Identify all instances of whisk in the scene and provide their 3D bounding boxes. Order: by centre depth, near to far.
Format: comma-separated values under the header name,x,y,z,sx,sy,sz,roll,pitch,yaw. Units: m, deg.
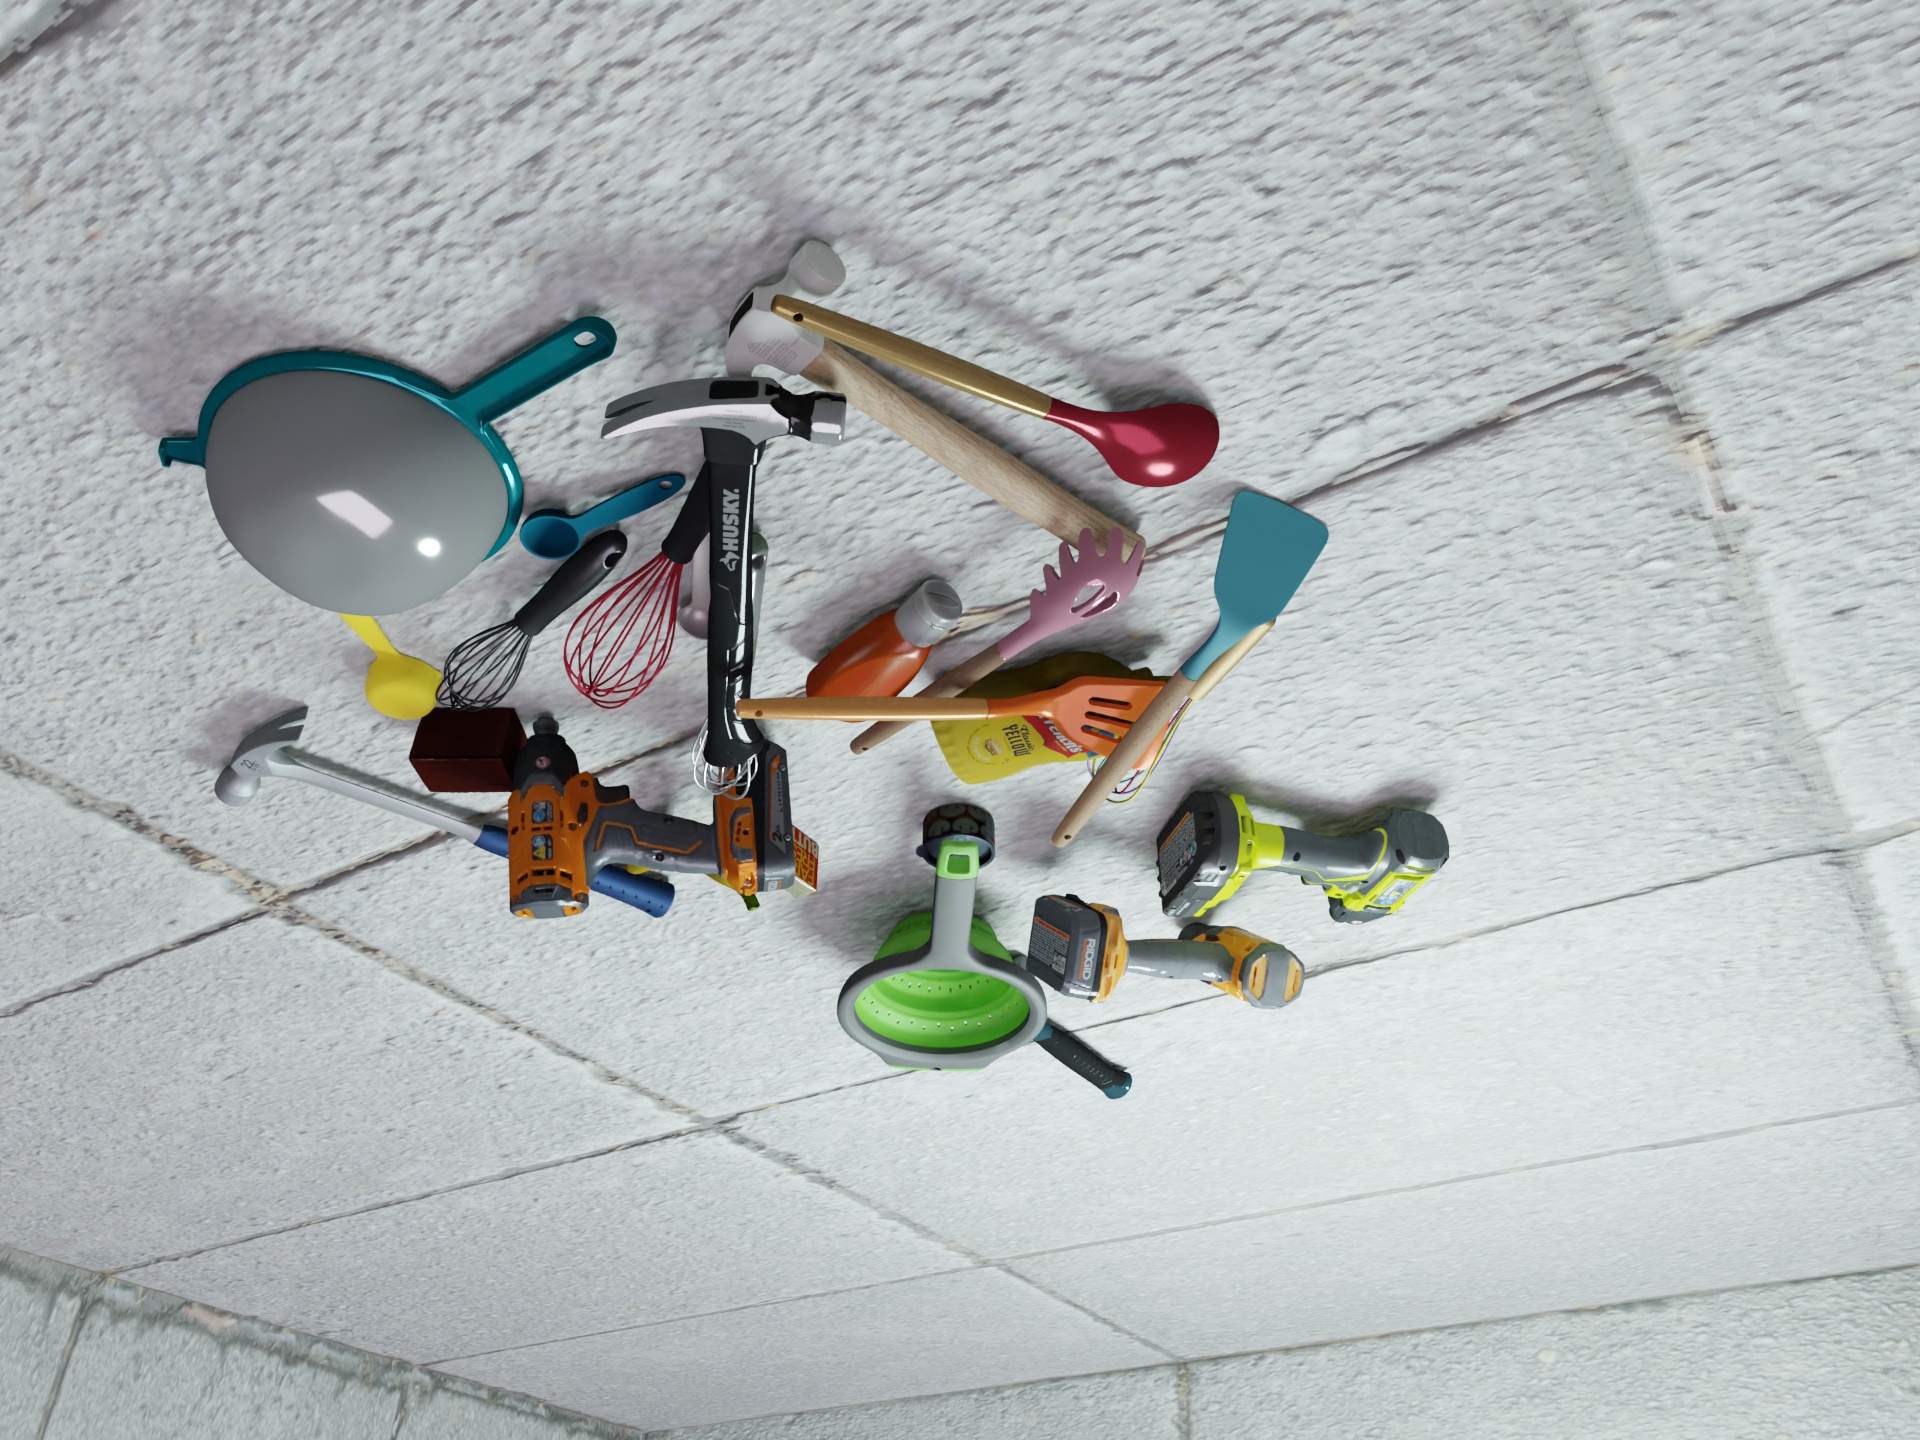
name,x,y,z,sx,sy,sz,roll,pitch,yaw
whisk,-0.206,-0.105,1.114,0.073,0.073,0.295,20,134,-24
whisk,-0.317,-0.072,1.180,0.055,0.055,0.239,30,131,-33
whisk,-0.167,-0.036,1.189,0.058,0.059,0.246,-28,144,-39
whisk,0.173,-0.009,1.250,0.051,0.047,0.245,16,139,-22

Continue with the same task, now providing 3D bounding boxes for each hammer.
name,x,y,z,sx,sy,sz,roll,pitch,yaw
hammer,-0.007,-0.177,1.031,0.331,0.031,0.130,28,136,-32
hammer,-0.160,-0.086,1.071,0.146,0.035,0.334,4,137,-6
hammer,-0.441,0.097,1.424,0.405,0.035,0.144,24,139,-28
hammer,0.098,0.350,1.757,0.128,0.033,0.330,-21,139,27

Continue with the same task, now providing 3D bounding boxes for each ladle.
name,x,y,z,sx,sy,sz,roll,pitch,yaw
ladle,0.030,-0.201,0.969,0.315,0.031,0.069,15,132,-27

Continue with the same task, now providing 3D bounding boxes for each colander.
name,x,y,z,sx,sy,sz,roll,pitch,yaw
colander,-0.013,0.201,1.507,0.204,0.095,0.396,3,141,-3

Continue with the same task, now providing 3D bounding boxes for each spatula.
name,x,y,z,sx,sy,sz,roll,pitch,yaw
spatula,-0.002,-0.004,1.156,0.322,0.041,0.081,0,125,-20
spatula,0.151,-0.022,1.156,0.082,0.044,0.317,18,125,-25

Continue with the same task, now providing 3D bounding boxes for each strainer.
name,x,y,z,sx,sy,sz,roll,pitch,yaw
strainer,-0.352,-0.155,1.021,0.340,0.095,0.210,-20,139,29

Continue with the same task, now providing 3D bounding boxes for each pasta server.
name,x,y,z,sx,sy,sz,roll,pitch,yaw
pasta server,0.015,-0.047,1.166,0.060,0.040,0.316,25,141,-30

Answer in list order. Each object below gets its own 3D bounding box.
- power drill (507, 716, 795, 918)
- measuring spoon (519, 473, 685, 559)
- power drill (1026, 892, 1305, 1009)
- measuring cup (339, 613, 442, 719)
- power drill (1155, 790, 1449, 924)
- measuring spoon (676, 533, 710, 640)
name,x,y,z,sx,sy,sz,roll,pitch,yaw
power drill,-0.254,0.071,1.298,0.226,0.164,0.084,-4,163,-9
measuring spoon,-0.246,-0.149,1.099,0.128,0.021,0.042,-21,139,14
power drill,0.178,0.212,1.469,0.226,0.084,0.185,8,-179,-16
measuring cup,-0.452,-0.051,1.223,0.062,0.029,0.156,-5,145,9
power drill,0.295,0.132,1.413,0.223,0.080,0.171,7,149,-11
measuring spoon,-0.183,-0.107,1.155,0.034,0.018,0.124,19,136,0
